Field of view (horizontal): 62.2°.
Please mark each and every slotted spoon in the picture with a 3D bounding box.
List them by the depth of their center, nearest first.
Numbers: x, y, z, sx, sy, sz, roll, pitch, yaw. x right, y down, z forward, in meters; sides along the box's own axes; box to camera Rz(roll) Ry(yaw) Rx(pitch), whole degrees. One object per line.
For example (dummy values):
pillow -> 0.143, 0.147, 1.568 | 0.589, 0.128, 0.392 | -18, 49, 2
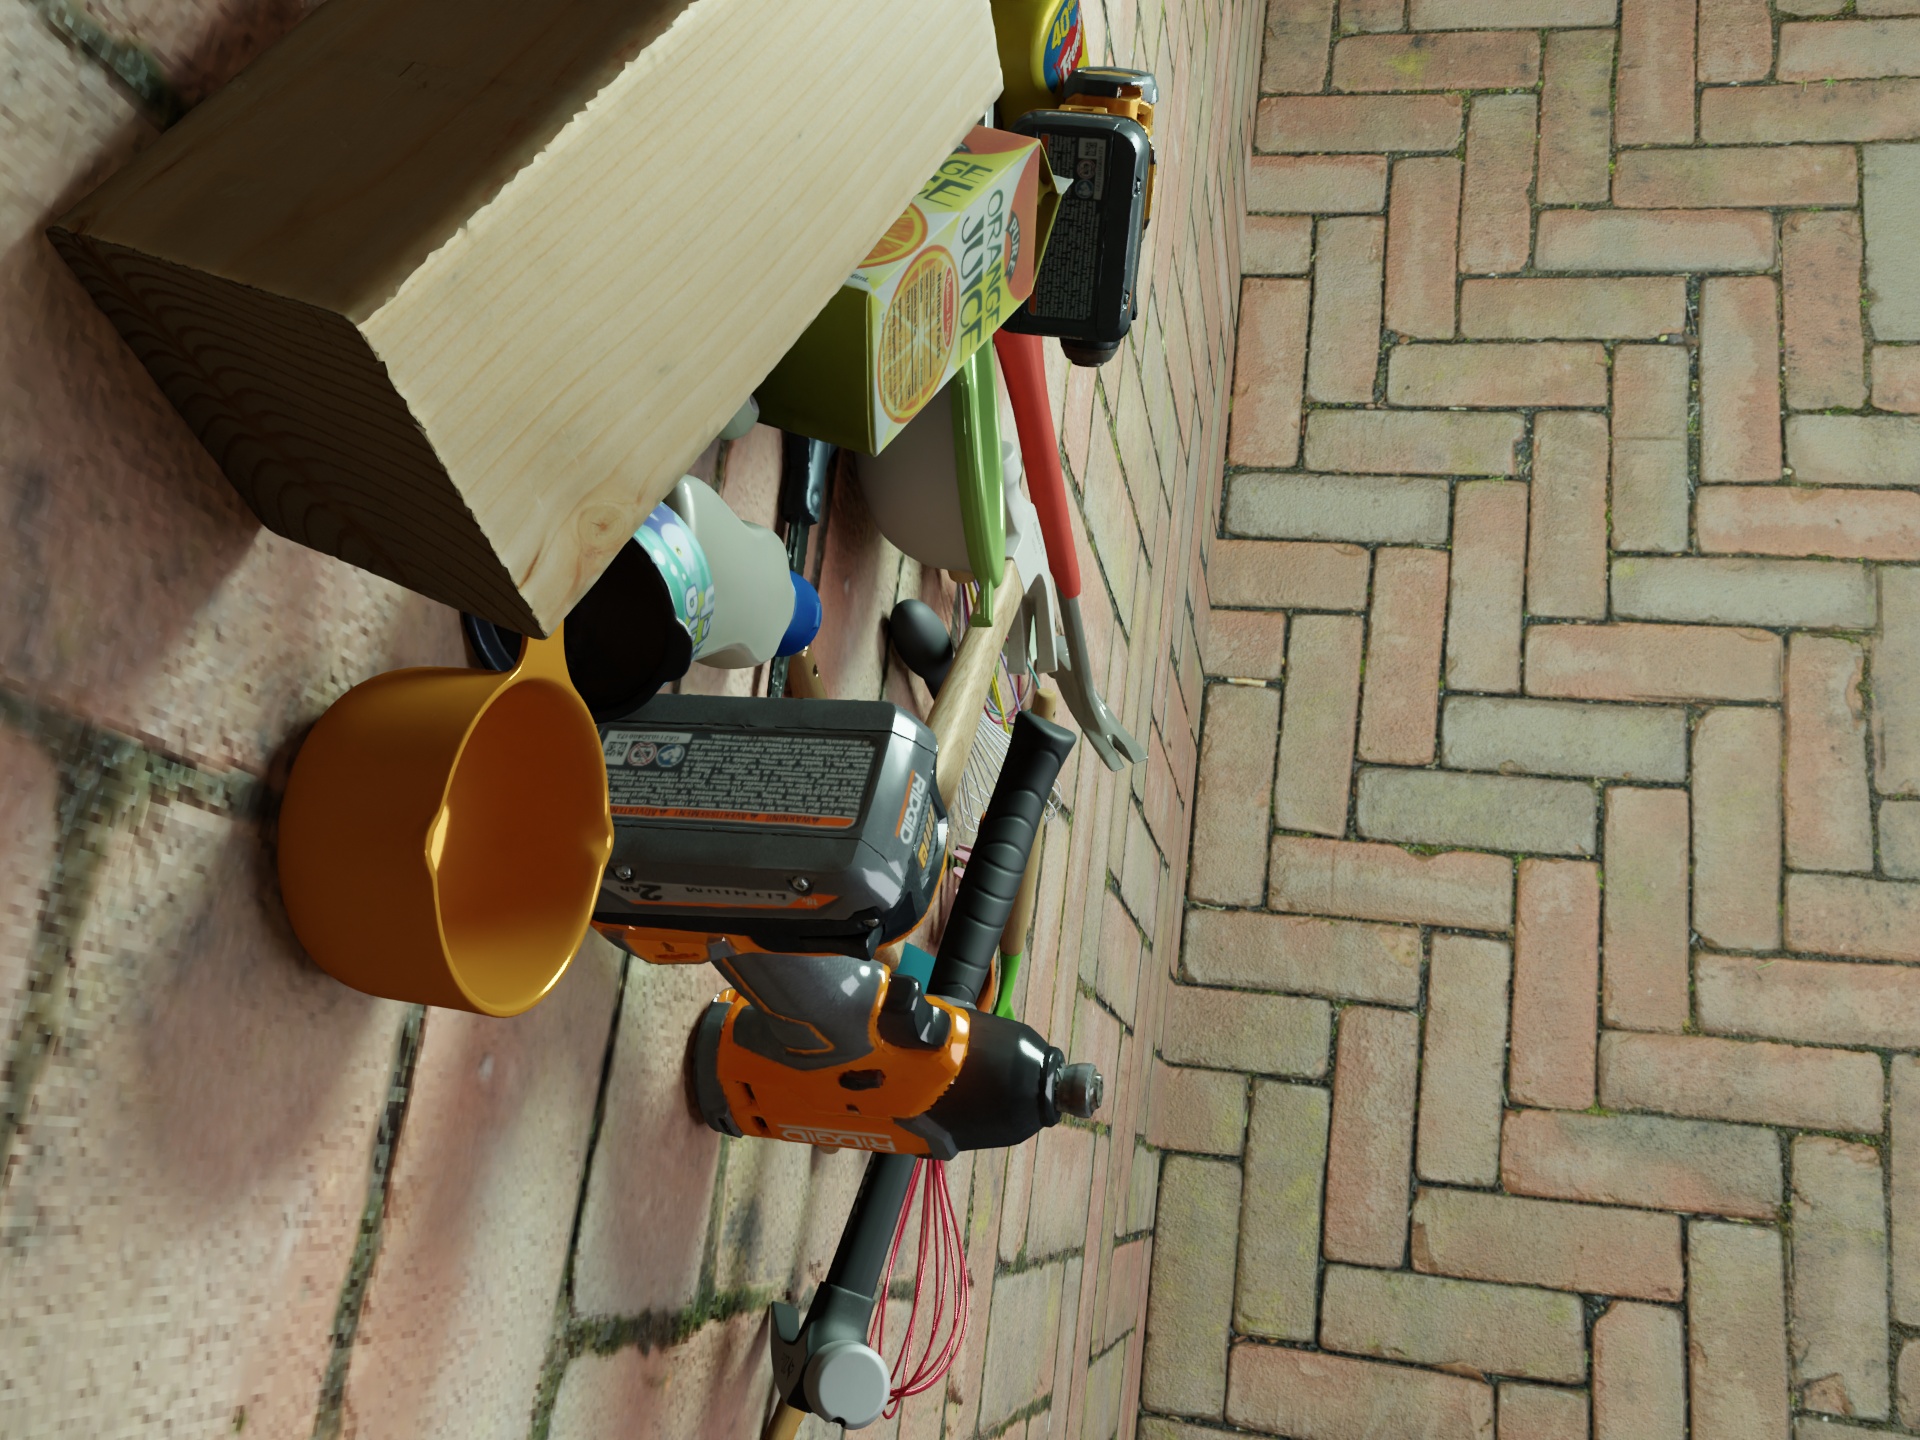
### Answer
slotted spoon -> 0.035, 0.123, 1.012 | 0.070, 0.031, 0.313 | -49, 149, -60

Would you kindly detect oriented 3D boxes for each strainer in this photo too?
strainer -> -0.016, -0.167, 0.833 | 0.257, 0.069, 0.151 | -87, 171, -57

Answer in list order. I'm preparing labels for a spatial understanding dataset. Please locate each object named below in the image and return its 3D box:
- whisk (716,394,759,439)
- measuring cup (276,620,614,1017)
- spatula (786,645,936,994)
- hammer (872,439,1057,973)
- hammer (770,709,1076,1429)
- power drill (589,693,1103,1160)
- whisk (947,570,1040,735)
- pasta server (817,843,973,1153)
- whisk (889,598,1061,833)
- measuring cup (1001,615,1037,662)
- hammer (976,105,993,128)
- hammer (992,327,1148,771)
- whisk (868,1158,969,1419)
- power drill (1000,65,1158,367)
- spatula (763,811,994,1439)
whisk -> -0.101, -0.163, 0.502 | 0.058, 0.059, 0.246 | 61, -5, 24
measuring cup -> -0.131, -0.013, 0.410 | 0.095, 0.052, 0.173 | 14, 79, -76
spatula -> -0.041, 0.078, 0.815 | 0.317, 0.044, 0.082 | 78, 20, -44
hammer -> -0.001, -0.003, 0.846 | 0.332, 0.031, 0.129 | -70, 149, -43
hammer -> -0.012, 0.146, 0.738 | 0.146, 0.035, 0.335 | 134, -23, -68
power drill -> -0.038, 0.090, 0.583 | 0.226, 0.164, 0.084 | 75, 23, -48
whisk -> 0.009, -0.075, 0.988 | 0.244, 0.051, 0.047 | 74, 30, -48
pasta server -> -0.025, 0.159, 0.947 | 0.316, 0.040, 0.060 | -49, 141, -62
whisk -> 0.005, 0.007, 0.977 | 0.284, 0.070, 0.070 | 60, 35, -57
measuring cup -> 0.026, -0.091, 1.060 | 0.167, 0.038, 0.083 | 41, 54, -71
hammer -> -0.047, -0.297, 0.707 | 0.410, 0.038, 0.146 | -27, 118, -74
hammer -> 0.071, -0.130, 1.137 | 0.149, 0.036, 0.358 | -120, -168, -47
whisk -> -0.021, 0.262, 0.932 | 0.296, 0.073, 0.073 | -80, 166, -49
power drill -> 0.075, -0.287, 0.955 | 0.226, 0.084, 0.185 | -68, 163, -62
spatula -> -0.032, 0.203, 0.805 | 0.081, 0.041, 0.323 | 81, 32, -70
